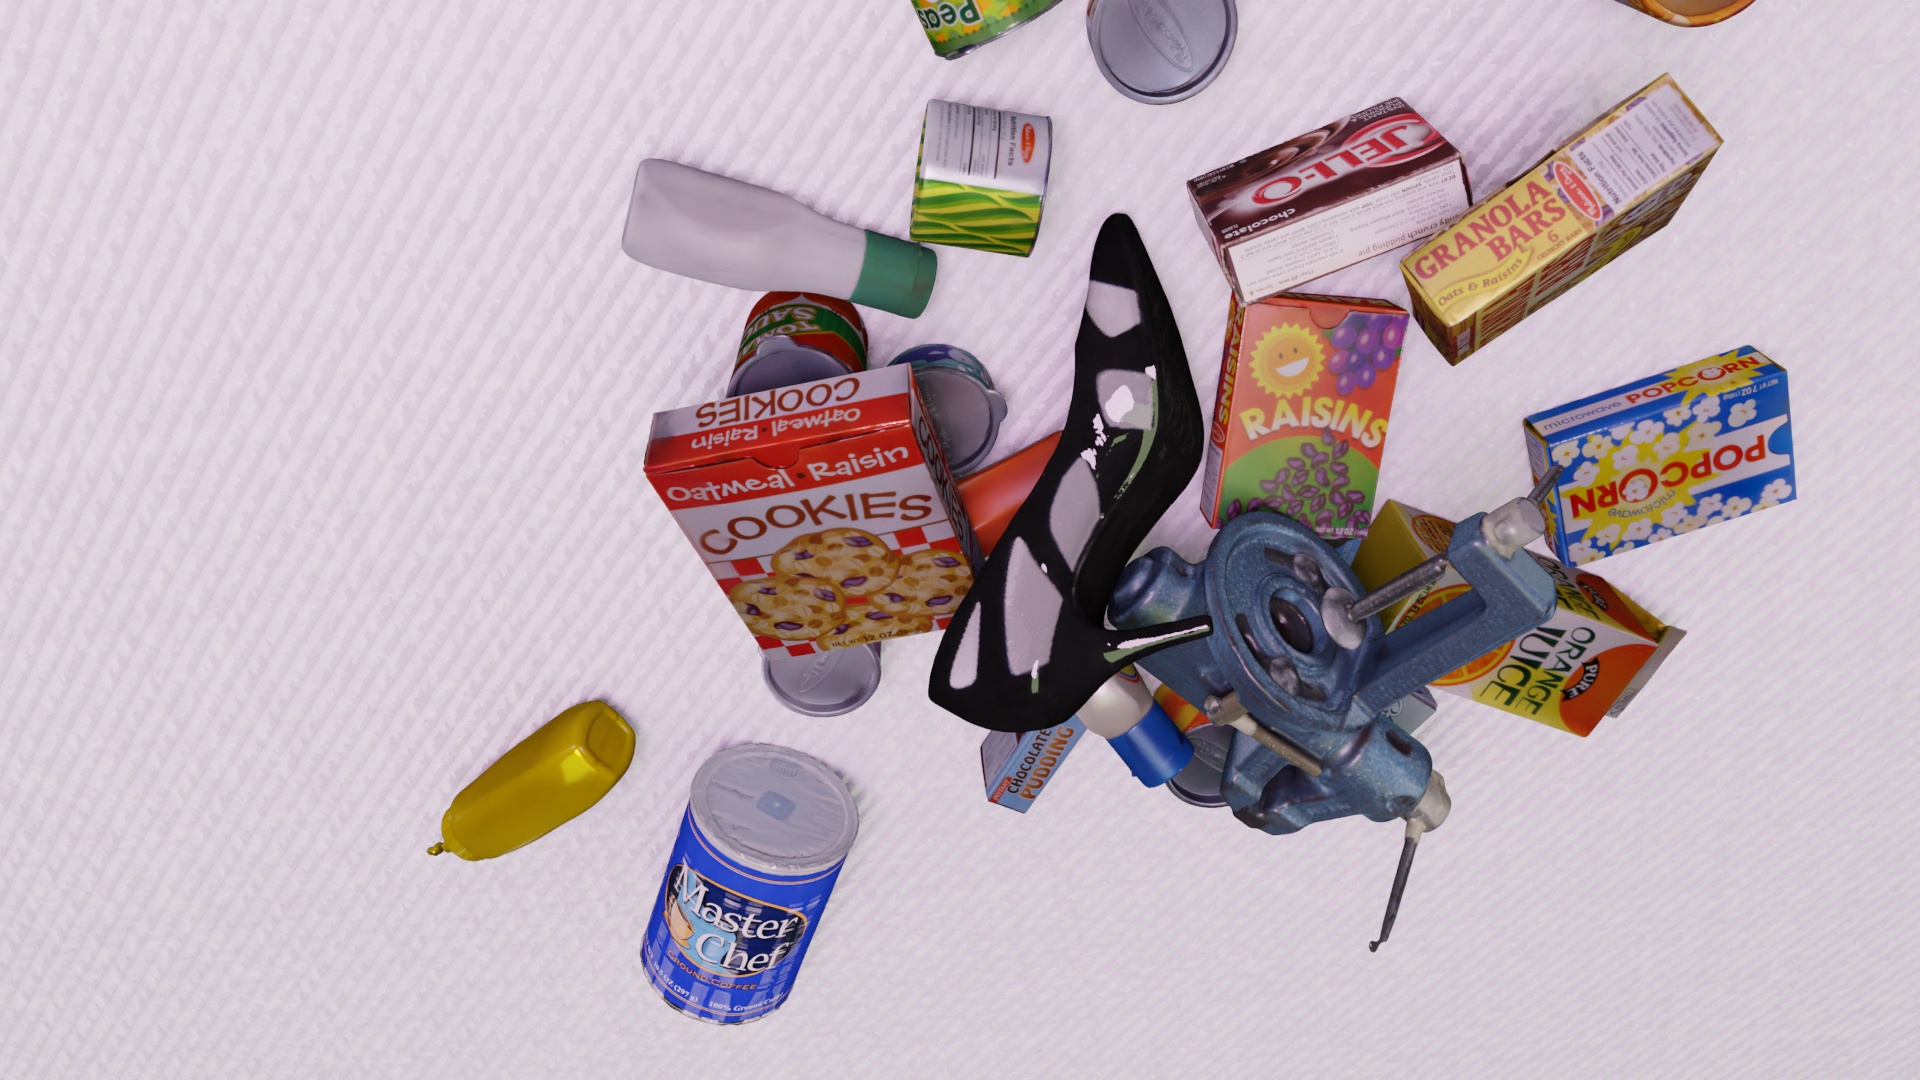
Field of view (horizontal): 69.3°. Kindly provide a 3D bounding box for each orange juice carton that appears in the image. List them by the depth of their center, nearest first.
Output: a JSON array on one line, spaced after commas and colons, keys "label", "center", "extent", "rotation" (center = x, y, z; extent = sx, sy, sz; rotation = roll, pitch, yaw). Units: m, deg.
[{"label": "orange juice carton", "center": [0.319, 0.051, 0.795], "extent": [0.193, 0.073, 0.071], "rotation": [18, 118, -14]}]

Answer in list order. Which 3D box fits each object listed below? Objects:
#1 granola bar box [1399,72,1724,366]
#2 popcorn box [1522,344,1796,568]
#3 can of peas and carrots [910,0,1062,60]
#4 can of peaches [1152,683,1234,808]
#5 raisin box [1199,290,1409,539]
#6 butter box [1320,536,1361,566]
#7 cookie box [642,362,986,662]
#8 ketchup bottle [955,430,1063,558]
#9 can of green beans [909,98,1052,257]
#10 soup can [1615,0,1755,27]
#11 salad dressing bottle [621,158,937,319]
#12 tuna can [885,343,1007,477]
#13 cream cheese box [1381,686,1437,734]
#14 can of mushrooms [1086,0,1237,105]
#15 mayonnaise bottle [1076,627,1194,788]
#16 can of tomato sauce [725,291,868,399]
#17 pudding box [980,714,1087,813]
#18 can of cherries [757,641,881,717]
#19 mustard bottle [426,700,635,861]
[{"label": "granola bar box", "center": [0.266, -0.137, 0.633], "extent": [0.124, 0.166, 0.039], "rotation": [-35, 79, 17]}, {"label": "popcorn box", "center": [0.382, -0.045, 0.761], "extent": [0.126, 0.038, 0.085], "rotation": [-18, 119, 9]}, {"label": "can of peas and carrots", "center": [0.004, -0.251, 0.602], "extent": [0.071, 0.071, 0.058], "rotation": [-23, 119, 11]}, {"label": "can of peaches", "center": [0.152, 0.116, 0.835], "extent": [0.071, 0.058, 0.071], "rotation": [-1, 120, -2]}, {"label": "raisin box", "center": [0.177, -0.066, 0.725], "extent": [0.086, 0.040, 0.123], "rotation": [4, 108, -3]}, {"label": "butter box", "center": [0.191, 0.023, 0.801], "extent": [0.053, 0.024, 0.103], "rotation": [10, 119, -7]}, {"label": "cookie box", "center": [-0.062, -0.007, 0.673], "extent": [0.123, 0.040, 0.166], "rotation": [-11, 143, 8]}, {"label": "ketchup bottle", "center": [0.003, -0.009, 0.755], "extent": [0.148, 0.065, 0.043], "rotation": [-25, 75, 17]}, {"label": "can of green beans", "center": [0.008, -0.170, 0.653], "extent": [0.058, 0.071, 0.071], "rotation": [7, 121, -6]}, {"label": "soup can", "center": [0.303, -0.262, 0.600], "extent": [0.071, 0.084, 0.071], "rotation": [-1, 122, -1]}, {"label": "salad dressing bottle", "center": [-0.086, -0.142, 0.671], "extent": [0.148, 0.064, 0.043], "rotation": [12, 128, -18]}, {"label": "tuna can", "center": [-0.011, -0.069, 0.732], "extent": [0.071, 0.033, 0.070], "rotation": [-1, 121, -2]}, {"label": "cream cheese box", "center": [0.238, 0.119, 0.861], "extent": [0.053, 0.024, 0.103], "rotation": [31, 115, -20]}, {"label": "can of mushrooms", "center": [0.093, -0.238, 0.635], "extent": [0.071, 0.033, 0.070], "rotation": [-1, 121, -1]}, {"label": "mayonnaise bottle", "center": [0.073, 0.071, 0.779], "extent": [0.041, 0.065, 0.148], "rotation": [-38, 95, 18]}, {"label": "can of tomato sauce", "center": [-0.080, -0.085, 0.690], "extent": [0.071, 0.083, 0.070], "rotation": [-1, 121, -2]}, {"label": "pudding box", "center": [0.044, 0.117, 0.836], "extent": [0.030, 0.050, 0.083], "rotation": [23, 117, -17]}, {"label": "can of cherries", "center": [-0.079, 0.055, 0.789], "extent": [0.071, 0.059, 0.071], "rotation": [-1, 122, -1]}, {"label": "mustard bottle", "center": [-0.267, 0.156, 0.841], "extent": [0.160, 0.065, 0.048], "rotation": [-33, 112, 23]}]
